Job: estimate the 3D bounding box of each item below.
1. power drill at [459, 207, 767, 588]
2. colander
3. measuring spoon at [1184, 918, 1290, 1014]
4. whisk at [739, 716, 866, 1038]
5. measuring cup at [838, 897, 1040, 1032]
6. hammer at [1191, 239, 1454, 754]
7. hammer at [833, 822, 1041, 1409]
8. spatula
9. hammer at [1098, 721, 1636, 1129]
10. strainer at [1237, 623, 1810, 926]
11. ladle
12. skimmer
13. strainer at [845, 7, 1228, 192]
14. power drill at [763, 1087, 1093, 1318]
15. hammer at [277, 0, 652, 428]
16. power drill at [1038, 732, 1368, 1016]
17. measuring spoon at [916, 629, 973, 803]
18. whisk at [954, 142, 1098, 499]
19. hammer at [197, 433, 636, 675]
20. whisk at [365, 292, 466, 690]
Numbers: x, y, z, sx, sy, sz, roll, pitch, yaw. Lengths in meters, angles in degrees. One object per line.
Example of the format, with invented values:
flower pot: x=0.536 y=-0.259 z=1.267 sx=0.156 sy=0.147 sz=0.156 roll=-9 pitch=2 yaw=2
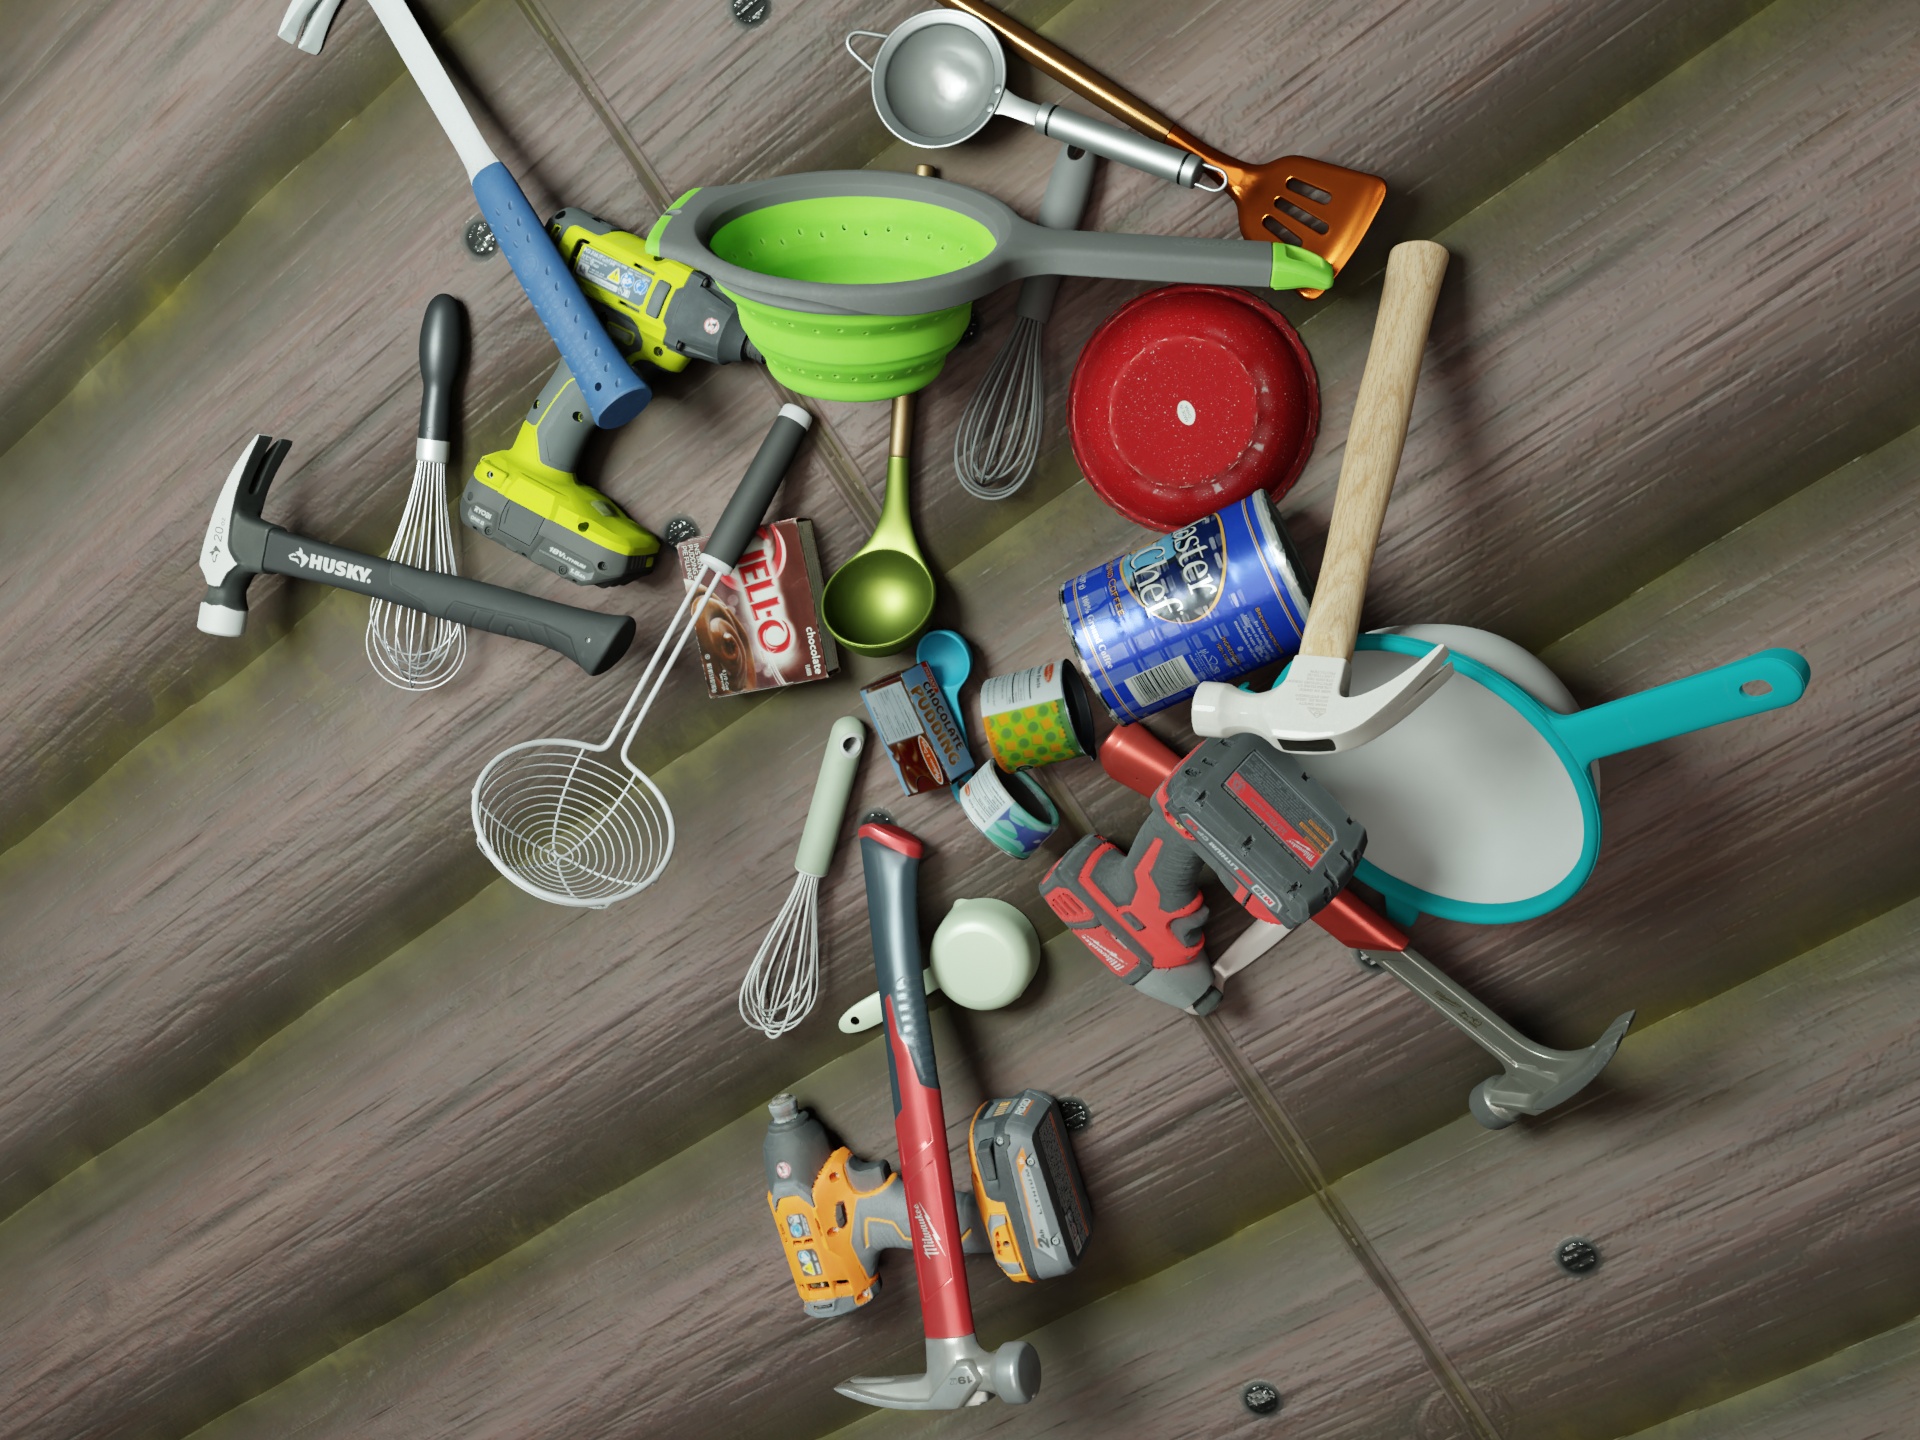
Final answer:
power drill: x=-0.234 y=-0.210 z=1.081 sx=0.171 sy=0.080 sz=0.223 roll=28 pitch=104 yaw=8
colander: x=0.017 y=-0.248 z=0.954 sx=0.397 sy=0.205 sz=0.094 roll=5 pitch=127 yaw=6
measuring spoon: x=0.193 y=0.157 z=1.078 sx=0.034 sy=0.018 sz=0.124 roll=45 pitch=107 yaw=2
whisk: x=-0.108 y=0.113 z=1.135 sx=0.057 sy=0.059 sz=0.246 roll=11 pitch=103 yaw=-26
measuring cup: x=-0.022 y=0.188 z=1.128 sx=0.167 sy=0.038 sz=0.083 roll=-30 pitch=93 yaw=16
hammer: x=0.233 y=-0.134 z=0.905 sx=0.130 sy=0.031 sz=0.331 roll=7 pitch=68 yaw=29
hammer: x=-0.042 y=0.264 z=1.085 sx=0.143 sy=0.038 sz=0.386 roll=-14 pitch=78 yaw=26
spatula: x=0.107 y=-0.374 z=0.976 sx=0.322 sy=0.041 sz=0.081 roll=34 pitch=108 yaw=6
hammer: x=0.240 y=0.114 z=1.013 sx=0.359 sy=0.037 sz=0.149 roll=39 pitch=145 yaw=11
strainer: x=0.331 y=-0.001 z=0.911 sx=0.211 sy=0.095 sz=0.340 roll=52 pitch=145 yaw=-8
ladle: x=-0.041 y=-0.200 z=1.044 sx=0.078 sy=0.062 sz=0.320 roll=8 pitch=101 yaw=14
skimmer: x=-0.183 y=-0.052 z=1.015 sx=0.127 sy=0.090 sz=0.363 roll=28 pitch=79 yaw=-7
strainer: x=0.046 y=-0.369 z=0.975 sx=0.258 sy=0.050 sz=0.087 roll=27 pitch=96 yaw=17
power drill: x=-0.035 y=0.333 z=1.143 sx=0.226 sy=0.084 sz=0.164 roll=-15 pitch=96 yaw=20
hammer: x=-0.319 y=-0.362 z=1.044 sx=0.144 sy=0.035 sz=0.406 roll=-35 pitch=78 yaw=19
power drill: x=0.149 y=0.106 z=1.004 sx=0.143 sy=0.078 sz=0.219 roll=45 pitch=144 yaw=5
measuring spoon: x=-0.002 y=-0.004 z=1.098 sx=0.042 sy=0.021 sz=0.128 roll=4 pitch=112 yaw=31
whisk: x=0.048 y=-0.257 z=1.014 sx=0.055 sy=0.055 sz=0.239 roll=18 pitch=101 yaw=10
hammer: x=-0.375 y=-0.097 z=1.095 sx=0.335 sy=0.035 sz=0.146 roll=15 pitch=96 yaw=16
whisk: x=-0.380 y=-0.161 z=1.140 sx=0.070 sy=0.070 sz=0.284 roll=10 pitch=99 yaw=12
